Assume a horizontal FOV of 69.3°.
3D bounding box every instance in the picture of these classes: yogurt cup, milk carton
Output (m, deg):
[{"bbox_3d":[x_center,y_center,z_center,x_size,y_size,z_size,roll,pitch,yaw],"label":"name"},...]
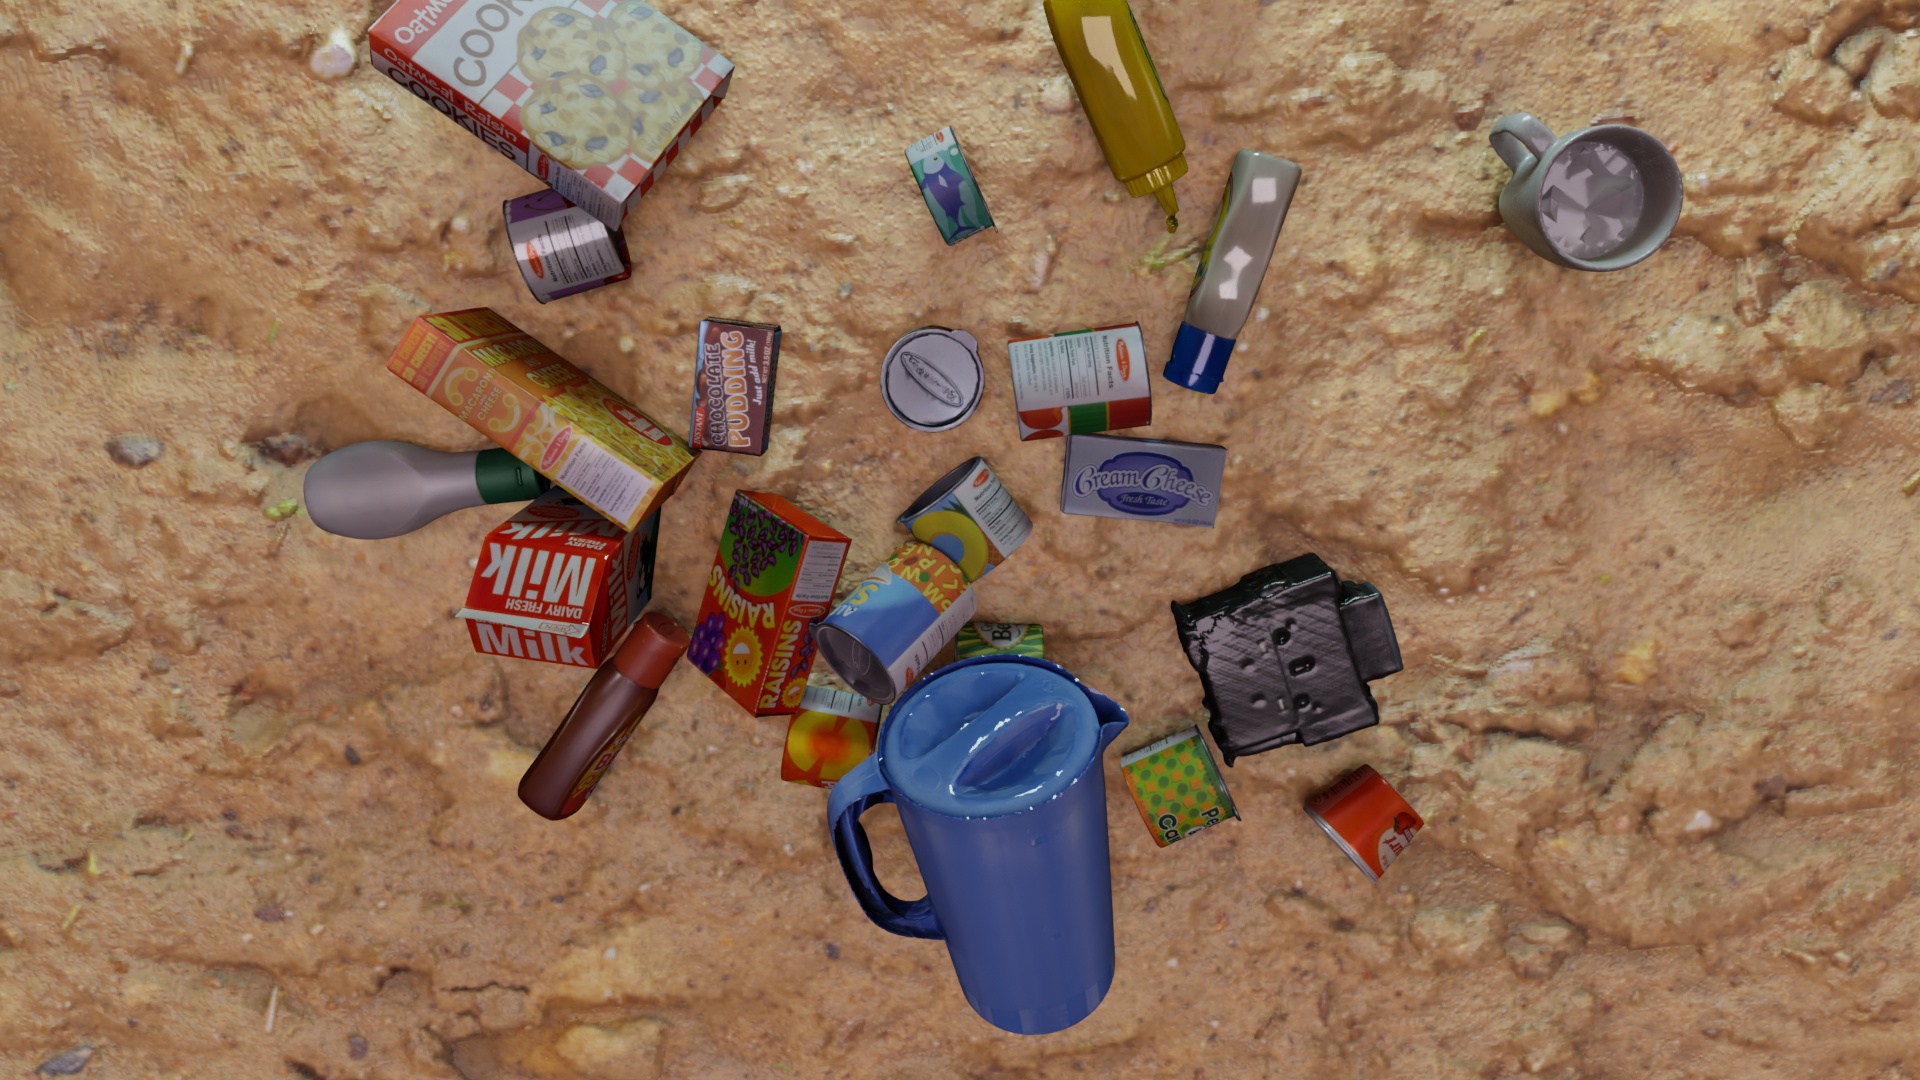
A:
[{"bbox_3d":[0.274,0.189,0.939,0.054,0.072,0.072,-43,99,1],"label":"yogurt cup"},{"bbox_3d":[-0.237,0.023,0.838,0.072,0.191,0.073,9,104,-1],"label":"milk carton"}]

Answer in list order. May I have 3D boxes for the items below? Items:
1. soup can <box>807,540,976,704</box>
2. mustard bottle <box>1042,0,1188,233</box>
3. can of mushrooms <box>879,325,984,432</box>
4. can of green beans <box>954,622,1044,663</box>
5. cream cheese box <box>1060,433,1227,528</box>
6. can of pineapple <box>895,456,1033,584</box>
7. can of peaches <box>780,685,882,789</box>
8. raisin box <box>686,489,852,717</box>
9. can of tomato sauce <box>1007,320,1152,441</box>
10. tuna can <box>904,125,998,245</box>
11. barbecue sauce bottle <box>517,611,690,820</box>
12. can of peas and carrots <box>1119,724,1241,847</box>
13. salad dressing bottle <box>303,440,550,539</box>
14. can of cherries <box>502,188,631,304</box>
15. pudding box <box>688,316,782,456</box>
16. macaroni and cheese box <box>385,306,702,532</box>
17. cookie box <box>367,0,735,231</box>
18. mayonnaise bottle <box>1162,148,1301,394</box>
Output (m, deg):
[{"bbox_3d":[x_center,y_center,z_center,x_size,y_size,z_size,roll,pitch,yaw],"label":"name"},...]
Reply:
[{"bbox_3d":[-0.042,0.049,0.872,0.071,0.071,0.084,50,61,-10],"label":"soup can"},{"bbox_3d":[0.102,-0.262,0.842,0.049,0.065,0.160,-24,107,11],"label":"mustard bottle"},{"bbox_3d":[-0.016,-0.106,0.890,0.071,0.033,0.071,0,102,1],"label":"can of mushrooms"},{"bbox_3d":[0.024,0.087,0.916,0.058,0.071,0.071,1,103,0],"label":"can of green beans"},{"bbox_3d":[0.119,-0.040,0.908,0.104,0.024,0.053,6,102,-1],"label":"cream cheese box"},{"bbox_3d":[0.003,-0.011,0.895,0.071,0.071,0.058,-37,100,8],"label":"can of pineapple"},{"bbox_3d":[-0.086,0.135,0.926,0.058,0.071,0.071,11,103,-2],"label":"can of peaches"},{"bbox_3d":[-0.125,0.040,0.895,0.040,0.086,0.123,5,108,-46],"label":"raisin box"},{"bbox_3d":[0.075,-0.099,0.876,0.083,0.071,0.071,-8,103,2],"label":"can of tomato sauce"},{"bbox_3d":[-0.005,-0.214,0.849,0.033,0.071,0.071,-24,102,7],"label":"tuna can"},{"bbox_3d":[-0.234,0.115,0.921,0.043,0.065,0.148,37,102,0],"label":"barbecue sauce bottle"},{"bbox_3d":[0.147,0.167,0.931,0.059,0.071,0.071,-25,101,7],"label":"can of peas and carrots"},{"bbox_3d":[-0.344,-0.037,0.902,0.148,0.044,0.064,-6,101,1],"label":"salad dressing bottle"},{"bbox_3d":[-0.241,-0.187,0.856,0.058,0.071,0.071,-17,102,-1],"label":"can of cherries"},{"bbox_3d":[-0.145,-0.099,0.893,0.050,0.030,0.083,8,102,-1],"label":"pudding box"},{"bbox_3d":[-0.249,-0.077,0.851,0.166,0.124,0.040,34,100,-7],"label":"macaroni and cheese box"},{"bbox_3d":[-0.238,-0.280,0.819,0.167,0.040,0.123,34,66,-7],"label":"cookie box"},{"bbox_3d":[0.167,-0.166,0.863,0.041,0.065,0.147,18,106,-1],"label":"mayonnaise bottle"}]
